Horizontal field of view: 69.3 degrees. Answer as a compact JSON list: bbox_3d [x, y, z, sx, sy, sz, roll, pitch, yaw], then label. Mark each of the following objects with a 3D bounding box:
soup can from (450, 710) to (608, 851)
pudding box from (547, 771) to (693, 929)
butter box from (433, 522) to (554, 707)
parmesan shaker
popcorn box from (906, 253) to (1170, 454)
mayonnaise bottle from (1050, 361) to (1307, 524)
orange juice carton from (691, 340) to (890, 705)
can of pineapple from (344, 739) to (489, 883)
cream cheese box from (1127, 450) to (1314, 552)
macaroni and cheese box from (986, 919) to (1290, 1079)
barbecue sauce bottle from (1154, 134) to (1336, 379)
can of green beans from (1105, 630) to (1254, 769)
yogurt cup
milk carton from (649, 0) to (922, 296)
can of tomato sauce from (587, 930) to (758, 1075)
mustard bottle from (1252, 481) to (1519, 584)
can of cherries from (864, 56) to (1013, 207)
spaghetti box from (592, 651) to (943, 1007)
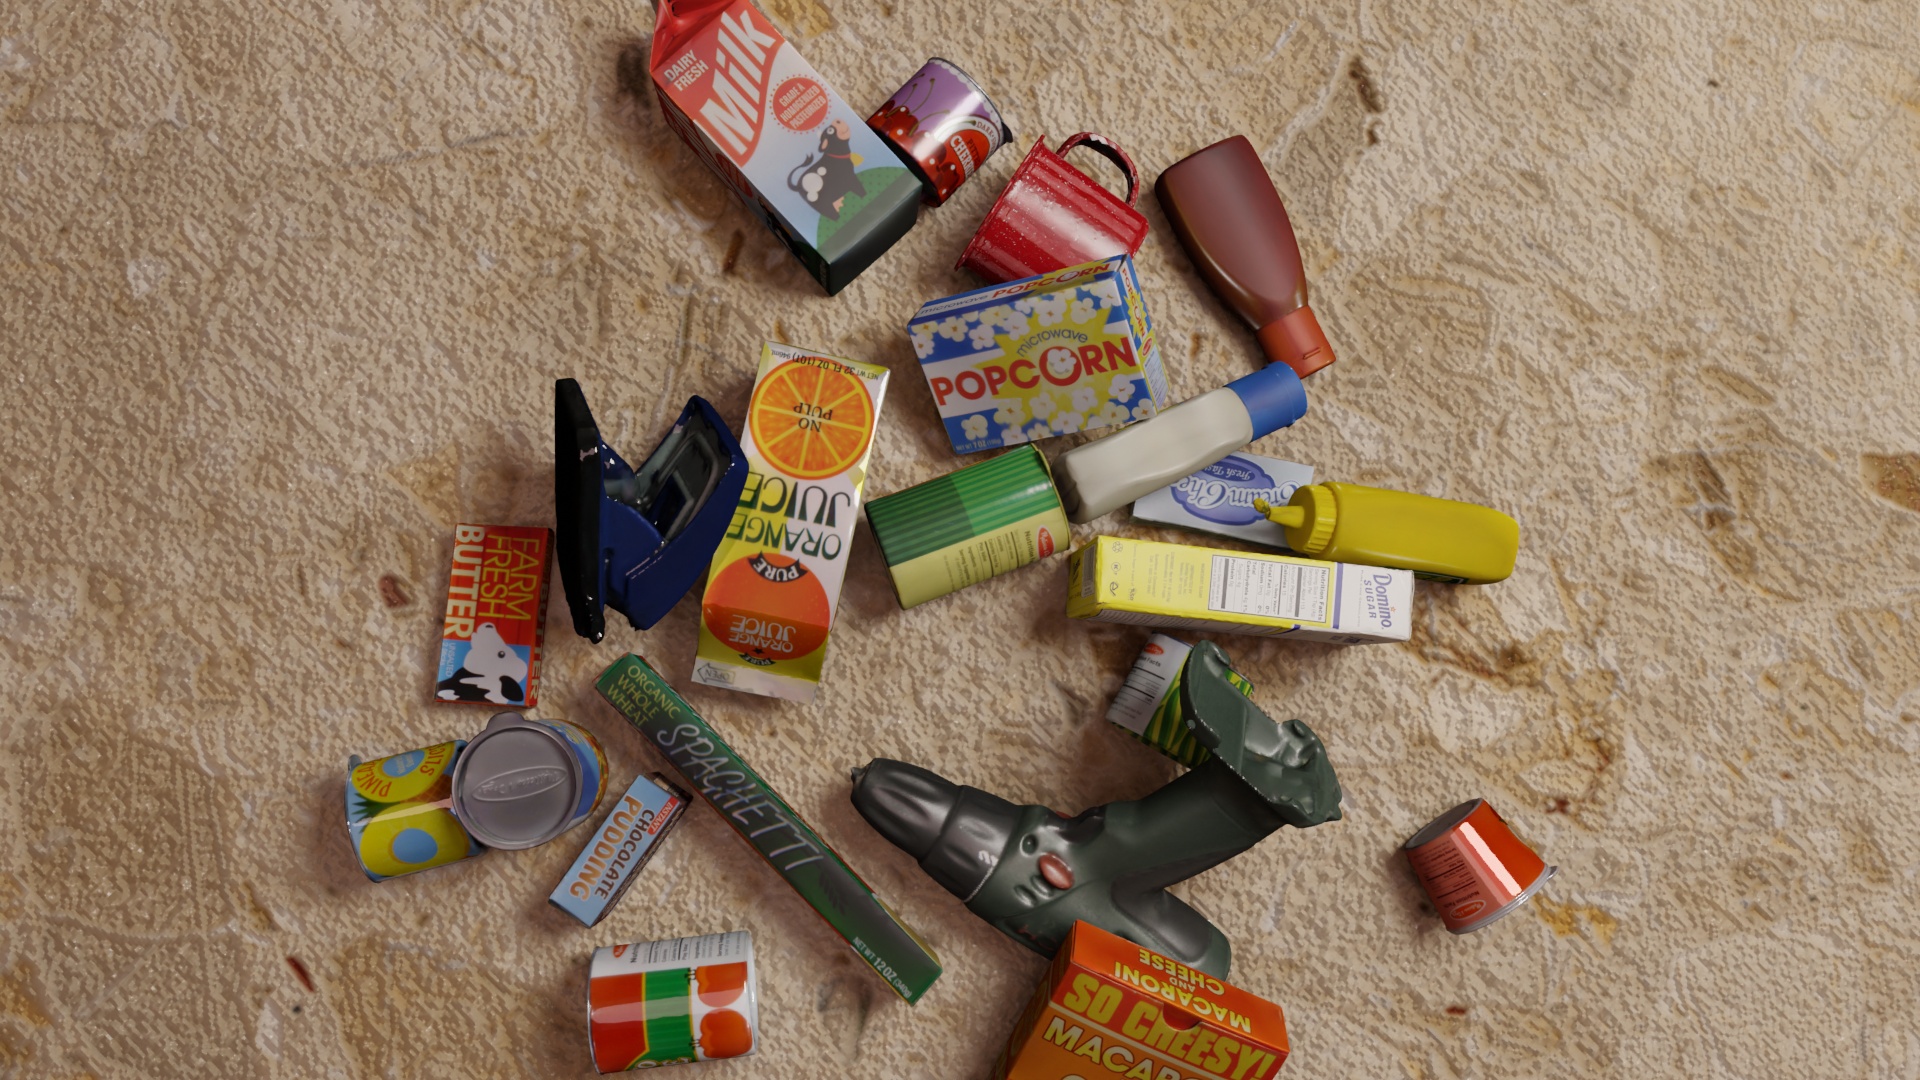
[{"bbox_3d":[-0.230,0.127,0.751,0.071,0.083,0.071,1,84,-5],"label":"soup can"},{"bbox_3d":[-0.187,0.169,0.767,0.030,0.049,0.084,36,82,2],"label":"pudding box"},{"bbox_3d":[-0.263,0.042,0.788,0.053,0.024,0.103,5,83,-3],"label":"butter box"},{"bbox_3d":[0.003,-0.010,0.792,0.103,0.071,0.071,-20,86,-6],"label":"parmesan shaker"},{"bbox_3d":[0.043,-0.102,0.777,0.126,0.038,0.085,-9,117,24],"label":"popcorn box"},{"bbox_3d":[0.124,-0.057,0.787,0.148,0.064,0.041,-25,84,-11],"label":"mayonnaise bottle"},{"bbox_3d":[-0.096,-0.008,0.783,0.072,0.073,0.193,13,83,-4],"label":"orange juice carton"},{"bbox_3d":[-0.293,0.144,0.753,0.058,0.071,0.071,-13,85,-7],"label":"can of pineapple"},{"bbox_3d":[0.155,-0.028,0.829,0.104,0.024,0.053,11,84,-3],"label":"cream cheese box"},{"bbox_3d":[0.082,0.299,0.743,0.124,0.040,0.165,24,111,-2],"label":"macaroni and cheese box"},{"bbox_3d":[0.176,-0.166,0.837,0.065,0.043,0.148,-26,87,-7],"label":"barbecue sauce bottle"},{"bbox_3d":[0.125,0.093,0.792,0.071,0.071,0.058,30,83,-1],"label":"can of green beans"},{"bbox_3d":[0.293,0.185,0.798,0.072,0.072,0.054,-33,79,-7],"label":"yogurt cup"},{"bbox_3d":[-0.114,-0.241,0.808,0.073,0.072,0.190,-43,88,-7],"label":"milk carton"},{"bbox_3d":[-0.154,0.251,0.753,0.083,0.071,0.071,-5,84,-6],"label":"can of tomato sauce"},{"bbox_3d":[0.240,-0.006,0.804,0.160,0.065,0.049,8,87,-14],"label":"mustard bottle"},{"bbox_3d":[-0.014,-0.238,0.817,0.071,0.071,0.058,44,83,1],"label":"can of cherries"},{"bbox_3d":[-0.107,0.158,0.775,0.250,0.050,0.029,45,81,1],"label":"spaghetti box"}]
